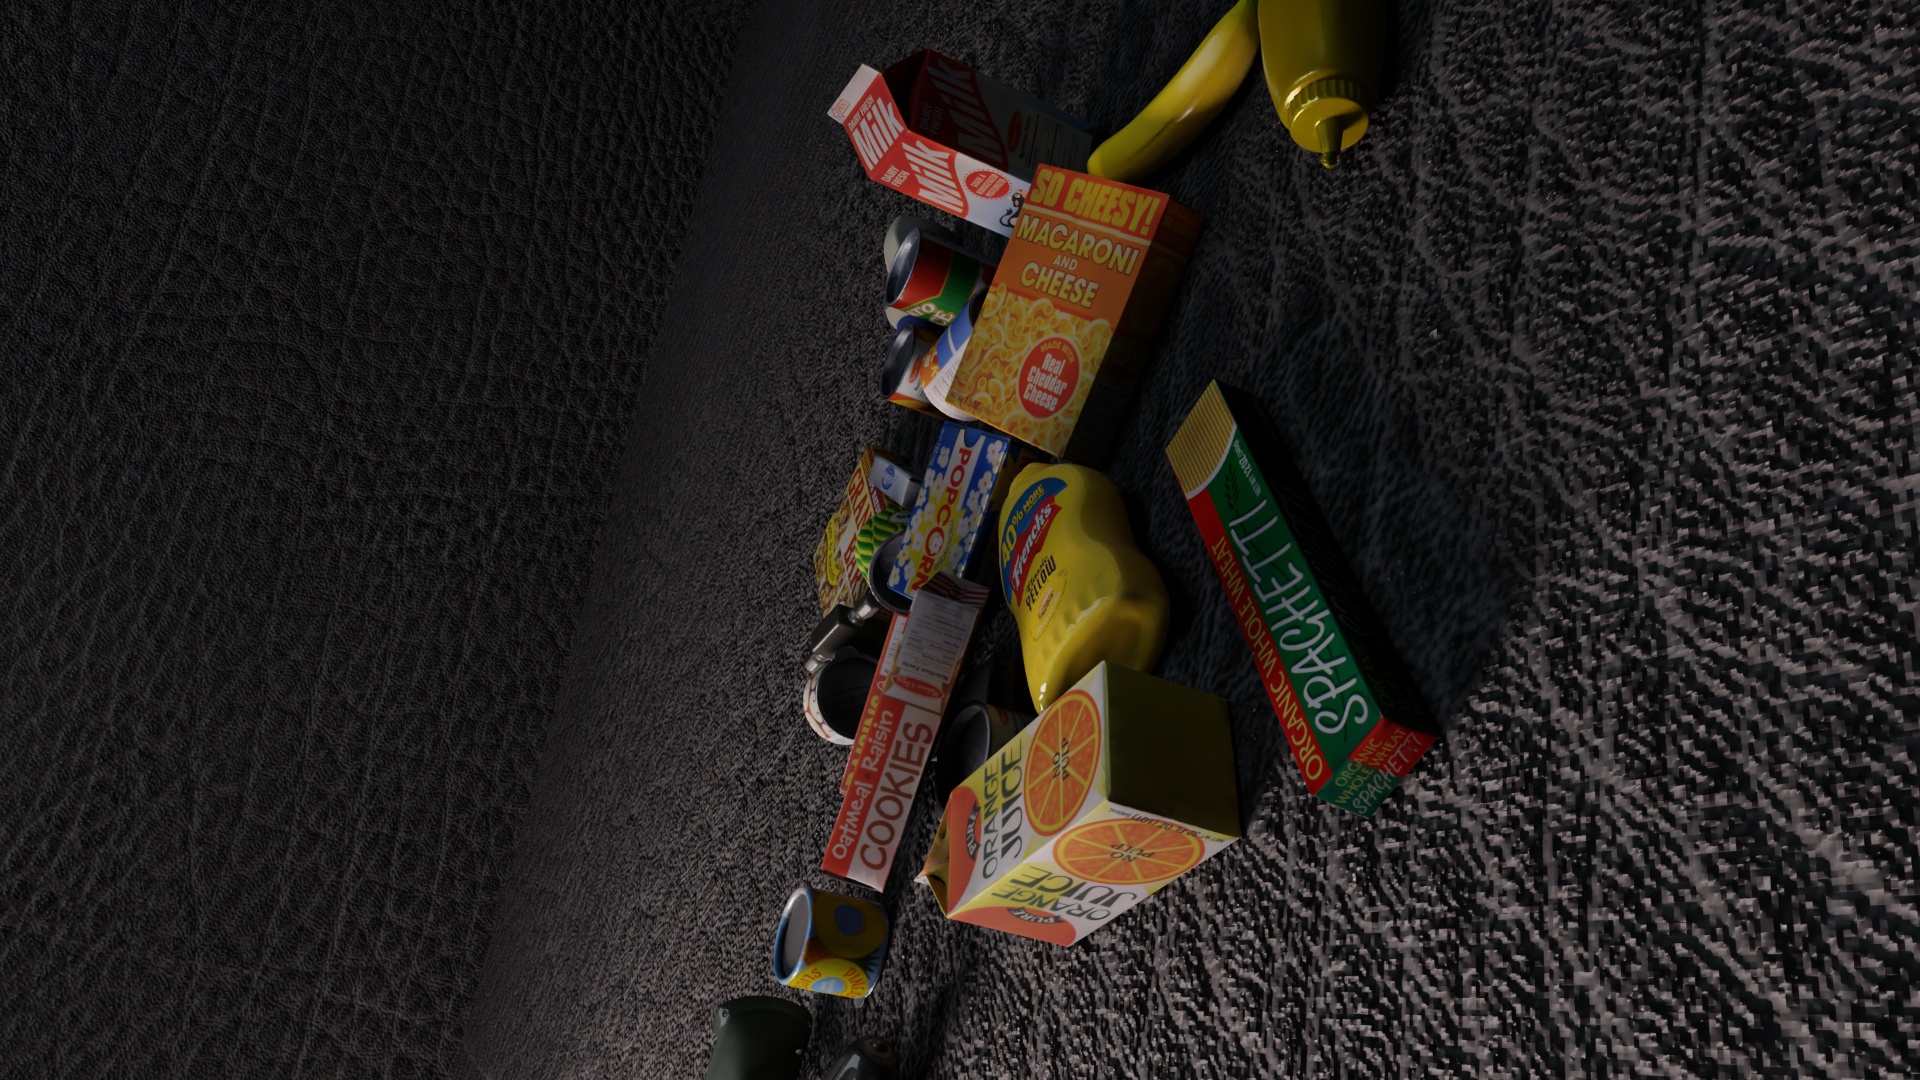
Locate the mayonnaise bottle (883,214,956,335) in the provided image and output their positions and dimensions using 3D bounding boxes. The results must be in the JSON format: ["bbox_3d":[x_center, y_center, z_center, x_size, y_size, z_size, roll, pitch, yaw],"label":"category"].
[{"bbox_3d":[-0.037,-0.216,1.221,0.041,0.065,0.149,132,145,-51],"label":"mayonnaise bottle"}]

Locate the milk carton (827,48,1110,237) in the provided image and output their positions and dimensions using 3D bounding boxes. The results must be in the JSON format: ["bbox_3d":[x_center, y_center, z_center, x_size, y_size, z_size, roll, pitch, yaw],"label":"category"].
[{"bbox_3d":[0.004,-0.281,0.987,0.072,0.190,0.074,-30,46,60],"label":"milk carton"}]

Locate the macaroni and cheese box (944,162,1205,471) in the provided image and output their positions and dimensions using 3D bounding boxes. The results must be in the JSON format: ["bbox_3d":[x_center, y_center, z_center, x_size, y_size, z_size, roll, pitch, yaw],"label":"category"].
[{"bbox_3d":[0.068,-0.142,0.872,0.124,0.040,0.166,31,102,46],"label":"macaroni and cheese box"}]

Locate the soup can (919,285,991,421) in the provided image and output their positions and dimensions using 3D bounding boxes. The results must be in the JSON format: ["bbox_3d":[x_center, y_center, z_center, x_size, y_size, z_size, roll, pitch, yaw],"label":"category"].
[{"bbox_3d":[0.018,-0.137,1.011,0.083,0.071,0.071,-44,34,51],"label":"soup can"}]

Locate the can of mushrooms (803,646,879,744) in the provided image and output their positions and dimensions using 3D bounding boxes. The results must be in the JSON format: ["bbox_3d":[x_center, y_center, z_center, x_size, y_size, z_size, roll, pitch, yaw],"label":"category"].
[{"bbox_3d":[-0.083,0.117,1.043,0.033,0.071,0.071,-34,42,61],"label":"can of mushrooms"}]

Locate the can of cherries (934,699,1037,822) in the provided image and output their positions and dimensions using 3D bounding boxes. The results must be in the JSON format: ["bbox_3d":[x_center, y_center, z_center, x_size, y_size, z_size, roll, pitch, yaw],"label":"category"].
[{"bbox_3d":[0.025,0.131,0.779,0.071,0.058,0.072,-49,31,44],"label":"can of cherries"}]

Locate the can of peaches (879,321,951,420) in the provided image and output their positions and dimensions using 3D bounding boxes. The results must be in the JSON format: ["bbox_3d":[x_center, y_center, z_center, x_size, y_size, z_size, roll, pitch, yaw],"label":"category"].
[{"bbox_3d":[-0.027,-0.138,1.131,0.071,0.058,0.071,-52,29,44],"label":"can of peaches"}]

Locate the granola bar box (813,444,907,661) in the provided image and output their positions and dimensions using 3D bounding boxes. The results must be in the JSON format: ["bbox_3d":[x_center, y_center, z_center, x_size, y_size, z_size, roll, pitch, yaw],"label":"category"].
[{"bbox_3d":[-0.076,0.012,1.153,0.123,0.039,0.166,-62,23,23],"label":"granola bar box"}]

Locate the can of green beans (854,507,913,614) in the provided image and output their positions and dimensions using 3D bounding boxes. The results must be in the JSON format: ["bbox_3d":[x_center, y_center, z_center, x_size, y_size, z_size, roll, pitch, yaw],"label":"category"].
[{"bbox_3d":[-0.041,0.014,1.028,0.071,0.071,0.058,-67,21,11],"label":"can of green beans"}]

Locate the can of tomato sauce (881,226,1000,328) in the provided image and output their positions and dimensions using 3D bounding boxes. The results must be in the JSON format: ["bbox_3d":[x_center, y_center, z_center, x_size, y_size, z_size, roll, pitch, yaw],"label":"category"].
[{"bbox_3d":[-0.011,-0.202,1.109,0.070,0.083,0.071,-51,29,43],"label":"can of tomato sauce"}]

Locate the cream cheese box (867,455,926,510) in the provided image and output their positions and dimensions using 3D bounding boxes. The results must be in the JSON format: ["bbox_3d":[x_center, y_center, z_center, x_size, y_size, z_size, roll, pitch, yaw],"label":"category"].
[{"bbox_3d":[-0.032,-0.040,1.069,0.024,0.053,0.104,-71,21,7],"label":"cream cheese box"}]

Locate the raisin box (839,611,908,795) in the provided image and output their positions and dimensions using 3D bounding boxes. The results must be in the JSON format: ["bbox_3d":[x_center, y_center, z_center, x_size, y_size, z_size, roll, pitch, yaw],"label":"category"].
[{"bbox_3d":[-0.037,0.112,0.929,0.086,0.040,0.123,39,-111,-81],"label":"raisin box"}]

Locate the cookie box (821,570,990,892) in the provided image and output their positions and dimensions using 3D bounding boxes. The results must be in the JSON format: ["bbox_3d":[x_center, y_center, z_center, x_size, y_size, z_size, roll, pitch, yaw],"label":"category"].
[{"bbox_3d":[-0.030,0.106,0.813,0.123,0.040,0.167,-41,-29,-85],"label":"cookie box"}]

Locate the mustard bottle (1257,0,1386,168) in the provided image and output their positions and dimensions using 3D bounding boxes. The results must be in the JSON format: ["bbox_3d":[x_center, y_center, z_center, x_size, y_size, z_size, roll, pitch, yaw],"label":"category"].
[{"bbox_3d":[0.185,-0.246,0.708,0.065,0.049,0.161,-41,37,54],"label":"mustard bottle"}]

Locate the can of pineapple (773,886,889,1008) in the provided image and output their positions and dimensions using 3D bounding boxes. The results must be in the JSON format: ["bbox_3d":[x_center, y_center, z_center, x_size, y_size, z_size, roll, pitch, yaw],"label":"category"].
[{"bbox_3d":[-0.088,0.273,0.938,0.070,0.058,0.071,-50,30,43],"label":"can of pineapple"}]

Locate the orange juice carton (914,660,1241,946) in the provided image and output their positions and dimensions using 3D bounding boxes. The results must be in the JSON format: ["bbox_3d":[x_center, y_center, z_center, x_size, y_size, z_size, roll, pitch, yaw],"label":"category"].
[{"bbox_3d":[0.050,0.142,0.686,0.191,0.072,0.073,-49,30,45],"label":"orange juice carton"}]

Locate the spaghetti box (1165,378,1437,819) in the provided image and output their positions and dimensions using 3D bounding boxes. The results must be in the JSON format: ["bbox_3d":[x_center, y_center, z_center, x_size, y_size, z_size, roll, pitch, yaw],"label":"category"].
[{"bbox_3d":[0.144,0.013,0.623,0.050,0.029,0.251,-60,24,30],"label":"spaghetti box"}]

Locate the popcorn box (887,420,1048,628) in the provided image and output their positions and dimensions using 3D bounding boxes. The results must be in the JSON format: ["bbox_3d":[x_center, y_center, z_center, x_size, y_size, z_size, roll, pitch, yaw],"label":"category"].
[{"bbox_3d":[0.003,-0.012,0.954,0.085,0.038,0.126,22,93,56],"label":"popcorn box"}]

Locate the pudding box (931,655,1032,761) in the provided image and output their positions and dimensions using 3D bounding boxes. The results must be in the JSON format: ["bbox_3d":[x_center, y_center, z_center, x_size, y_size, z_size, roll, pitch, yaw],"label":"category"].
[{"bbox_3d":[0.013,0.108,0.867,0.083,0.030,0.050,-39,39,55],"label":"pudding box"}]
